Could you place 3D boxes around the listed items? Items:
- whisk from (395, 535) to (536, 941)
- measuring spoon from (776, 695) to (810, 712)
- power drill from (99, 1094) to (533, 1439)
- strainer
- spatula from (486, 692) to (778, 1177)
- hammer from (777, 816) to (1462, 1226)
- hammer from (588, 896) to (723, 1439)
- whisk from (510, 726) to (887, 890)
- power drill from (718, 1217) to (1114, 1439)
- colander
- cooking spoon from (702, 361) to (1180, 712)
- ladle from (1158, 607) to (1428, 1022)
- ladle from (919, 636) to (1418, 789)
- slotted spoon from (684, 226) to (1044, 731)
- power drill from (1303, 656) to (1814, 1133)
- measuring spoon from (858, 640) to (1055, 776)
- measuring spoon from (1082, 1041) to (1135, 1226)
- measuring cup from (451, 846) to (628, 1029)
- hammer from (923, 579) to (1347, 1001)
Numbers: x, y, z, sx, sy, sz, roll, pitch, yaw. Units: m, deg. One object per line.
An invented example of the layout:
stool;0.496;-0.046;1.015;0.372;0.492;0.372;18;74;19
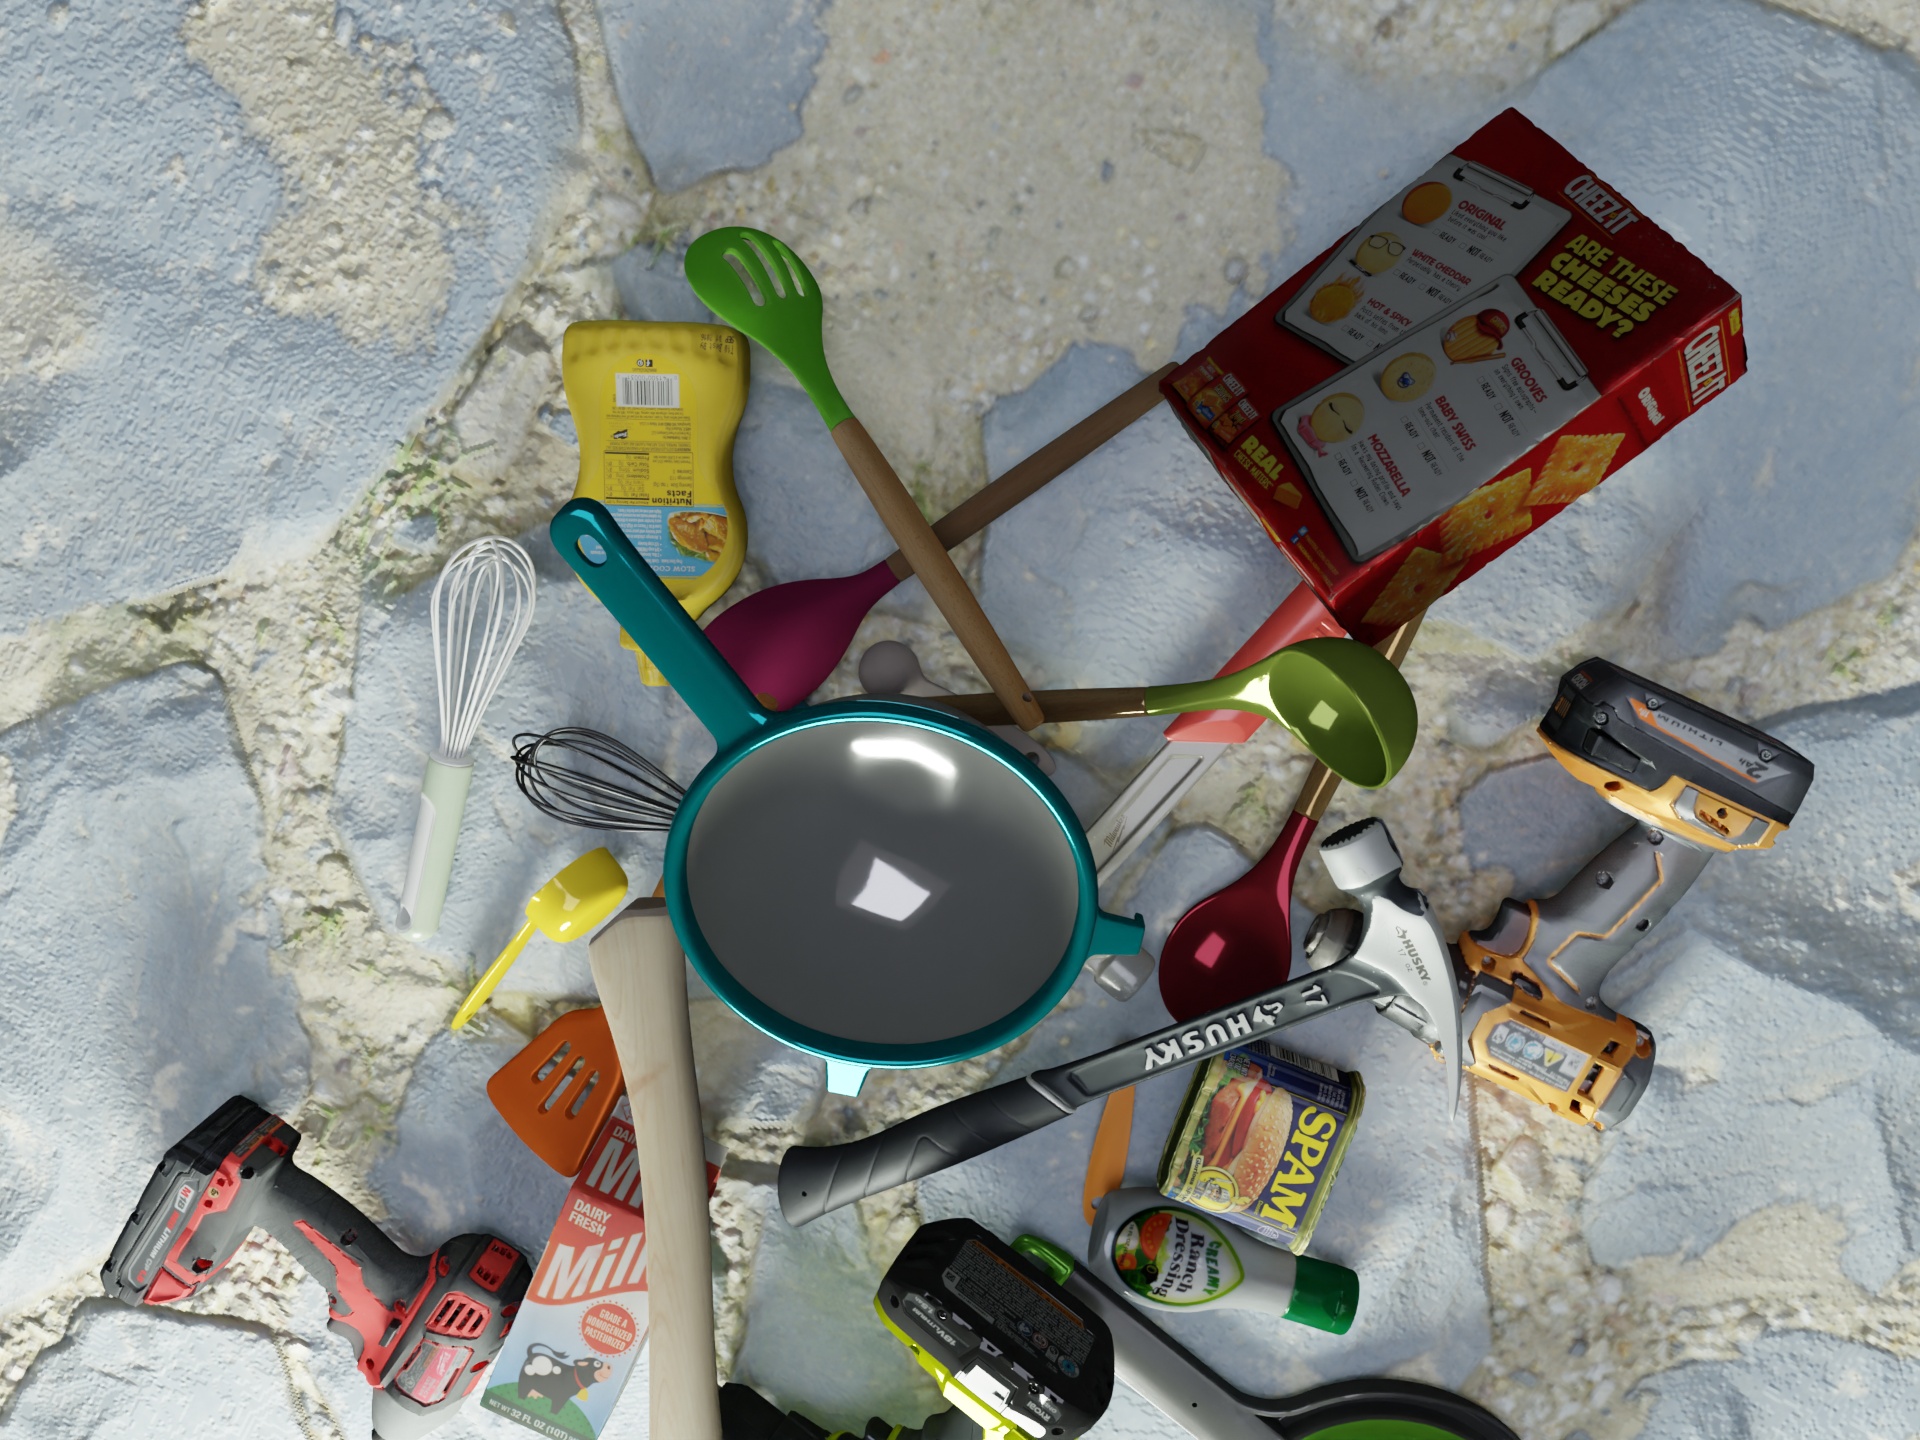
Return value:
whisk;-0.284;0.014;0.892;0.058;0.059;0.246;29;109;40
measuring spoon;-0.076;0.019;0.882;0.042;0.021;0.128;-41;93;11
power drill;-0.377;0.334;0.941;0.219;0.078;0.143;31;102;-3
strainer;-0.073;0.018;0.781;0.211;0.095;0.340;-31;110;19
spatula;-0.174;0.116;0.872;0.081;0.041;0.322;40;118;19
hammer;0.069;0.196;0.847;0.409;0.036;0.149;-27;92;22
hammer;-0.142;0.298;0.854;0.146;0.038;0.410;-3;97;3
whisk;-0.137;0.055;0.884;0.239;0.055;0.055;19;101;-2
power drill;-0.036;0.395;0.899;0.190;0.080;0.228;36;113;9
colander;0.178;0.434;0.885;0.397;0.094;0.204;39;101;-1
cooking spoon;-0.015;-0.095;0.848;0.319;0.017;0.068;-34;117;6
ladle;0.195;0.027;0.851;0.069;0.031;0.315;29;99;25
ladle;0.067;0.000;0.798;0.320;0.062;0.078;-2;131;28
slotted spoon;-0.044;-0.129;0.808;0.314;0.070;0.031;58;143;7
power drill;0.303;0.082;0.826;0.185;0.084;0.226;25;105;3
measuring spoon;-0.001;-0.003;0.872;0.124;0.018;0.034;31;101;-1
measuring spoon;0.086;0.236;0.908;0.021;0.011;0.117;8;104;-6
measuring cup;-0.242;0.134;0.905;0.029;0.062;0.156;45;112;9
hammer;0.145;-0.024;0.832;0.149;0.037;0.359;41;102;1
